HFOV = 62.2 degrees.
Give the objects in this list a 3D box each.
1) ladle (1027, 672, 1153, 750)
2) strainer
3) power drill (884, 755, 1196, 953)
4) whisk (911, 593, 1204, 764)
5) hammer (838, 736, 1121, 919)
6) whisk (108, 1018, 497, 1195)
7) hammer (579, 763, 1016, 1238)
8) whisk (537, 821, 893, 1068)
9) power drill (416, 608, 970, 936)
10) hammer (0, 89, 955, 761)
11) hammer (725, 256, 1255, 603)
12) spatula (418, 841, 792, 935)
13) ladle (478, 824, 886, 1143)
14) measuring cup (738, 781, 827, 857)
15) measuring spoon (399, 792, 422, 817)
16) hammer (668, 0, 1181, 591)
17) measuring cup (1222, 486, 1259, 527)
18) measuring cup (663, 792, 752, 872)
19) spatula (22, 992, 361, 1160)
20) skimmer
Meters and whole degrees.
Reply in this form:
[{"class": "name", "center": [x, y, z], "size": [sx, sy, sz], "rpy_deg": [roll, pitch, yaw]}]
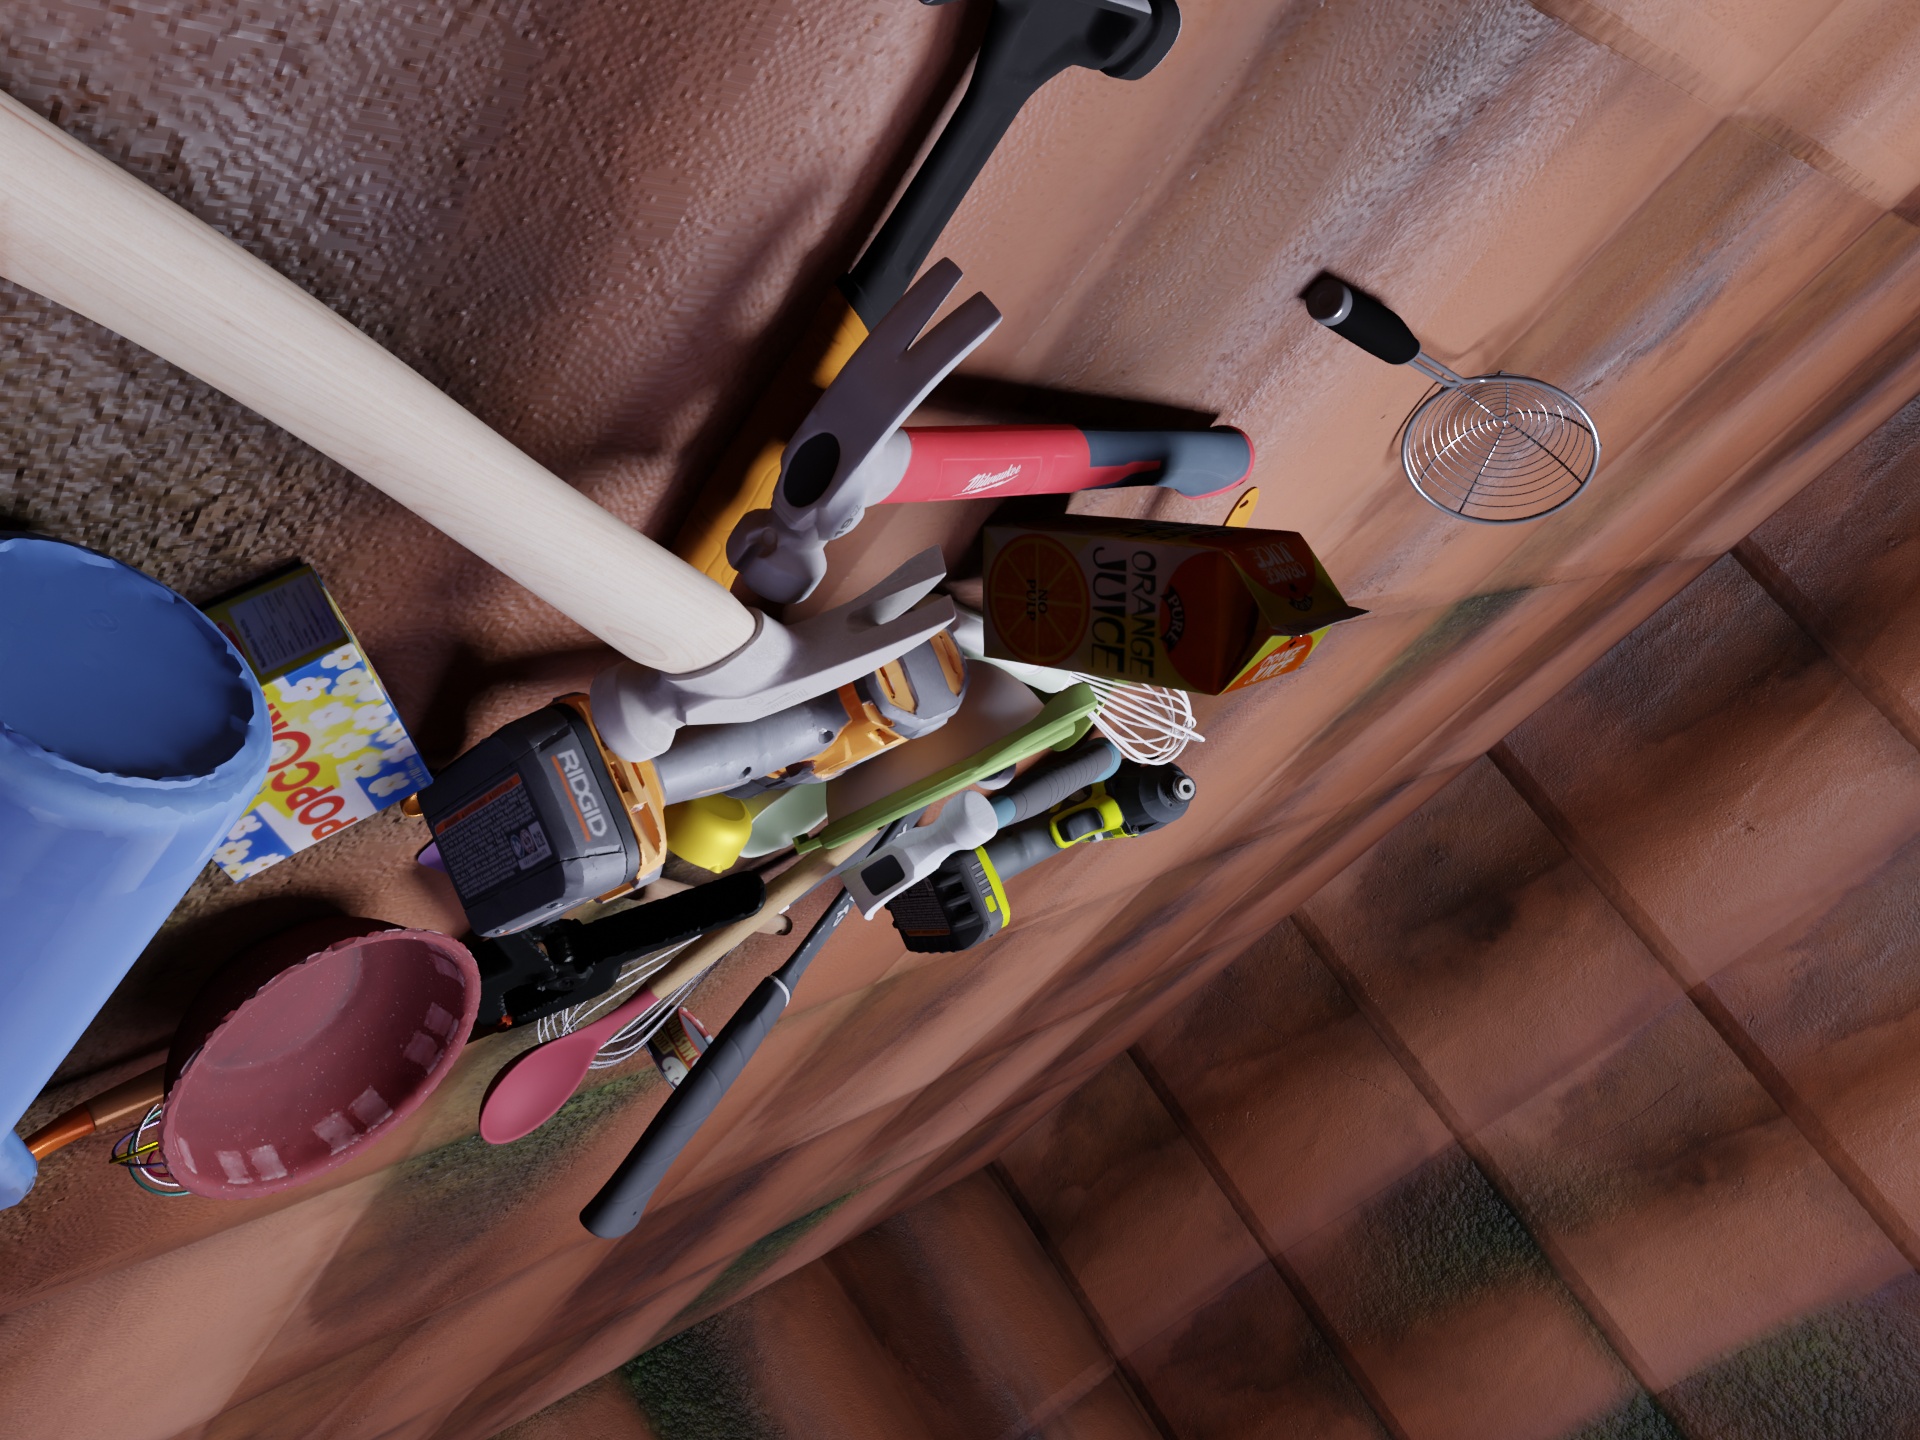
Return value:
[{"class": "ladle", "center": [0.136, -0.024, 1.144], "size": [0.078, 0.062, 0.320], "rpy_deg": [-54, 158, 21]}, {"class": "strainer", "center": [-0.001, -0.003, 0.808], "size": [0.151, 0.069, 0.256], "rpy_deg": [-25, 177, -23]}, {"class": "power drill", "center": [0.060, 0.091, 1.194], "size": [0.223, 0.080, 0.171], "rpy_deg": [-25, -176, -27]}, {"class": "whisk", "center": [0.061, -0.025, 0.930], "size": [0.246, 0.059, 0.058], "rpy_deg": [22, 89, -42]}, {"class": "hammer", "center": [0.030, 0.056, 1.016], "size": [0.128, 0.033, 0.331], "rpy_deg": [-34, 174, 27]}, {"class": "whisk", "center": [-0.348, 0.201, 0.890], "size": [0.245, 0.051, 0.047], "rpy_deg": [-17, 149, -49]}, {"class": "hammer", "center": [-0.107, 0.158, 1.021], "size": [0.409, 0.036, 0.149], "rpy_deg": [-53, 158, -6]}, {"class": "whisk", "center": [-0.152, 0.137, 1.049], "size": [0.284, 0.070, 0.070], "rpy_deg": [-33, 162, -20]}, {"class": "power drill", "center": [-0.128, 0.023, 0.736], "size": [0.226, 0.084, 0.185], "rpy_deg": [-23, 179, -41]}, {"class": "hammer", "center": [-0.145, -0.082, 0.434], "size": [0.146, 0.038, 0.410], "rpy_deg": [-21, 155, 17]}, {"class": "hammer", "center": [0.058, -0.130, 0.724], "size": [0.143, 0.038, 0.386], "rpy_deg": [-48, 163, 30]}, {"class": "spatula", "center": [-0.179, 0.093, 0.899], "size": [0.060, 0.018, 0.315], "rpy_deg": [-37, 153, 11]}, {"class": "ladle", "center": [-0.163, 0.146, 0.952], "size": [0.315, 0.031, 0.069], "rpy_deg": [-38, 151, 2]}, {"class": "measuring cup", "center": [-0.070, 0.020, 0.934], "size": [0.167, 0.038, 0.083], "rpy_deg": [-31, 161, -23]}, {"class": "measuring spoon", "center": [-0.212, 0.024, 0.746], "size": [0.117, 0.011, 0.021], "rpy_deg": [-17, 145, -51]}, {"class": "hammer", "center": [-0.054, -0.133, 0.592], "size": [0.127, 0.034, 0.336], "rpy_deg": [-16, 153, -46]}, {"class": "measuring cup", "center": [0.130, -0.098, 0.960], "size": [0.095, 0.052, 0.173], "rpy_deg": [-24, 156, -29]}, {"class": "measuring cup", "center": [-0.168, 0.044, 0.818], "size": [0.029, 0.062, 0.156], "rpy_deg": [-53, 146, 15]}, {"class": "spatula", "center": [-0.398, 0.171, 0.766], "size": [0.322, 0.041, 0.081], "rpy_deg": [-24, 158, -40]}, {"class": "skimmer", "center": [0.291, -0.184, 0.963], "size": [0.127, 0.090, 0.363], "rpy_deg": [-9, 174, 33]}]
